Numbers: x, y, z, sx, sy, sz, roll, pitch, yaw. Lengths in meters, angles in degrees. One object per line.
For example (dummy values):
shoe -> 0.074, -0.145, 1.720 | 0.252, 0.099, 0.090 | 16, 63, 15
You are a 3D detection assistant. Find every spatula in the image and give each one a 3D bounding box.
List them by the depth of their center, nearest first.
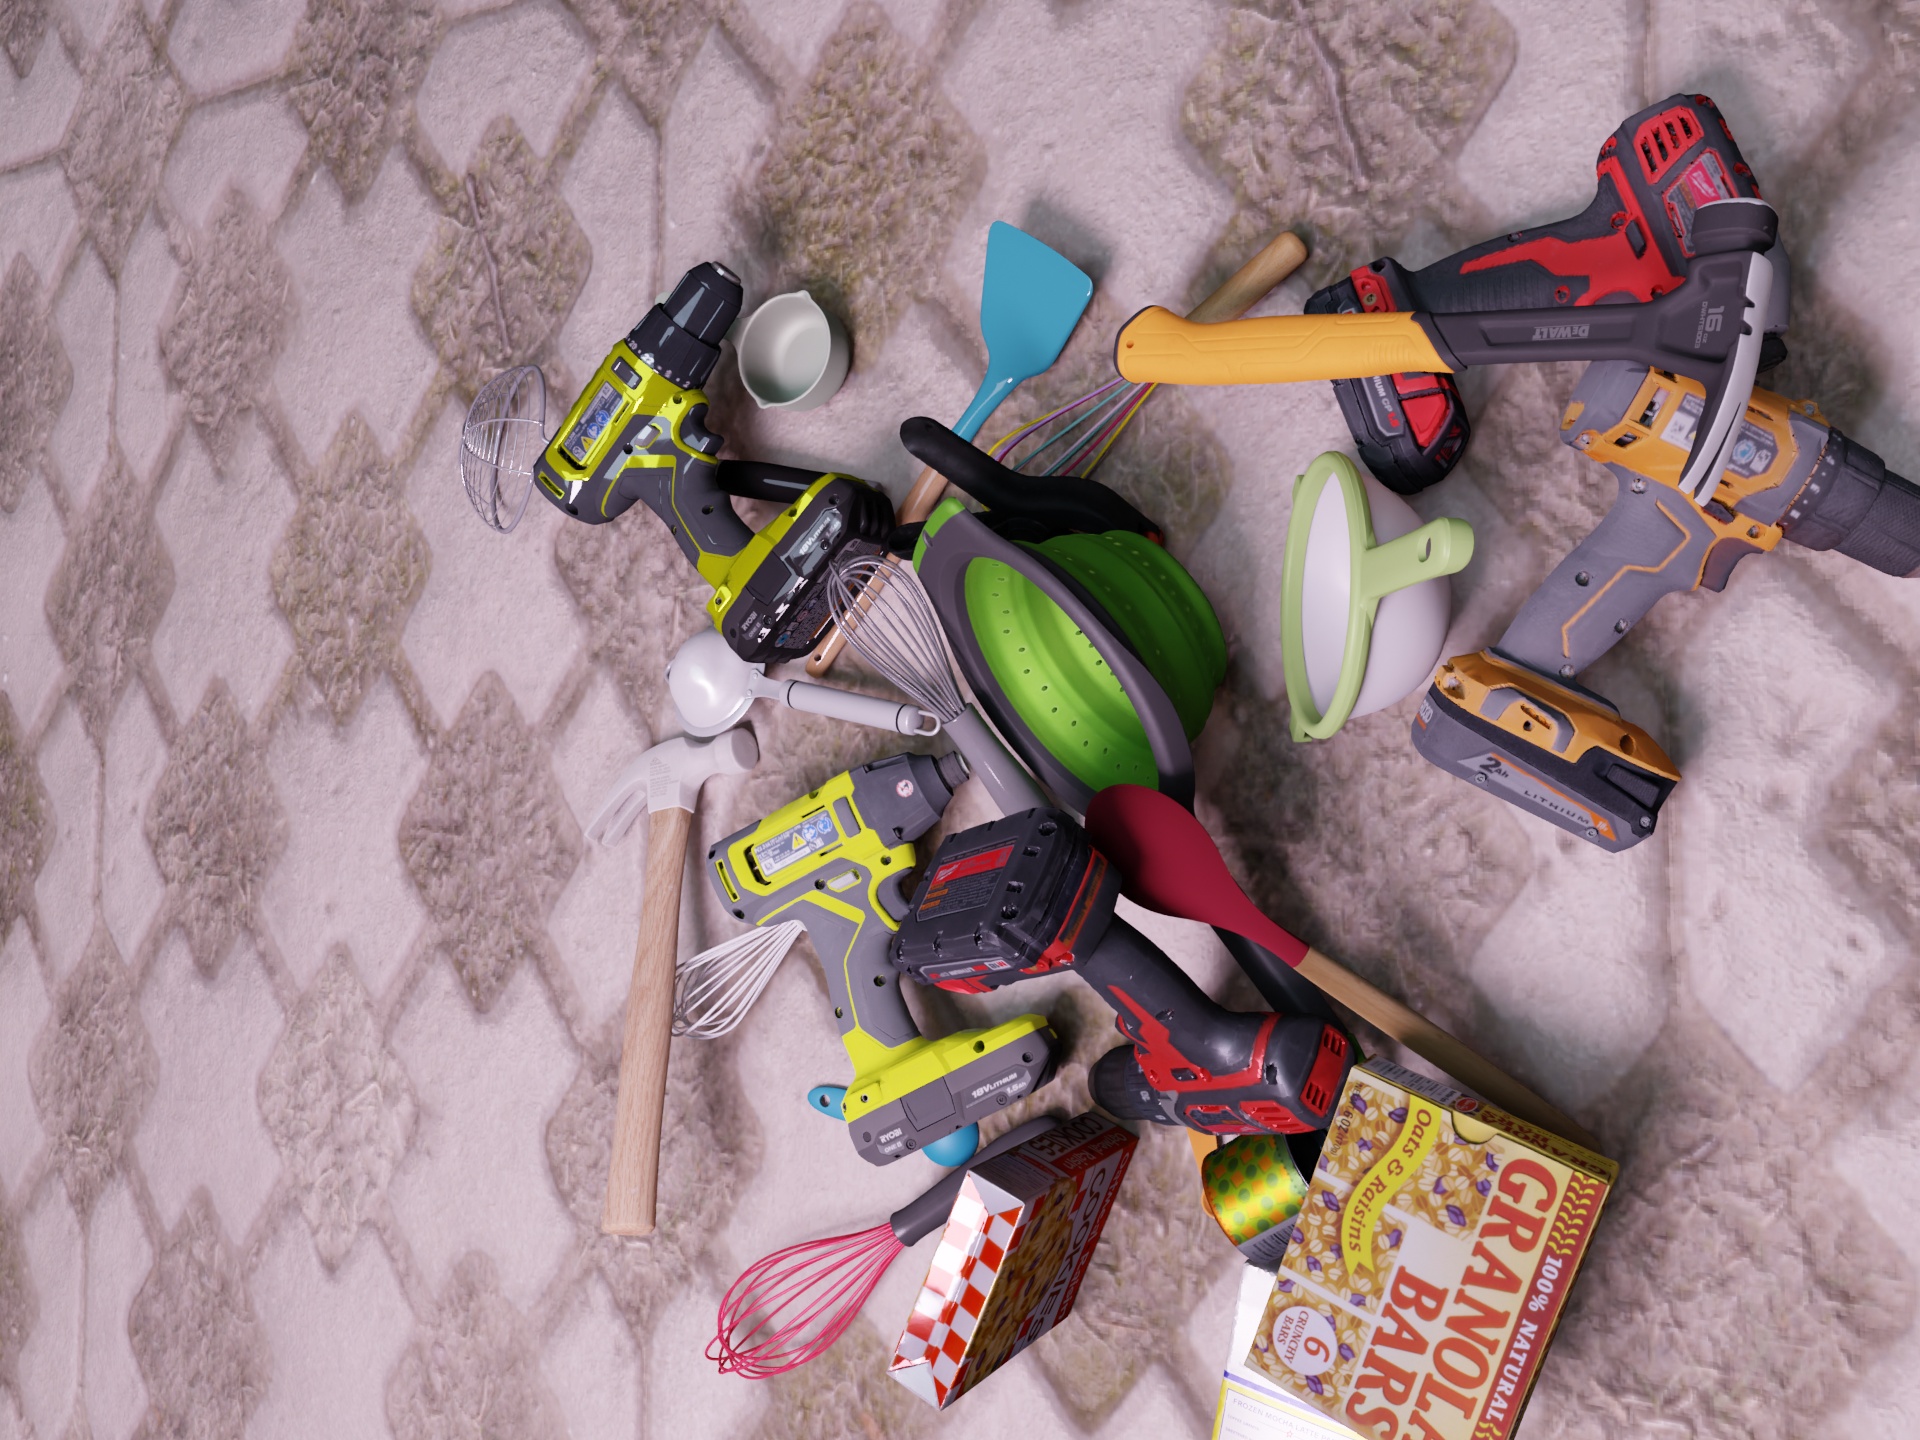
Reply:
spatula -> -0.022, -0.159, 1.020 | 0.082, 0.044, 0.317 | 39, 107, 20

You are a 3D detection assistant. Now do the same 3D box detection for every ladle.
ladle -> 0.195, 0.135, 0.814 | 0.315, 0.031, 0.069 | 34, 130, -1

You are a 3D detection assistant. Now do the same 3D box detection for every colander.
colander -> 0.131, 0.025, 0.893 | 0.094, 0.204, 0.397 | -36, 86, -19

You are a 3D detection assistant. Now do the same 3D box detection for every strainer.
strainer -> 0.222, -0.068, 0.786 | 0.069, 0.256, 0.151 | 1, 87, -4
strainer -> -0.118, -0.021, 1.052 | 0.258, 0.050, 0.087 | 12, 79, 34

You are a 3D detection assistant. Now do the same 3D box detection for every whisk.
whisk -> -0.002, -0.003, 0.951 | 0.055, 0.055, 0.239 | -32, 101, 24
whisk -> 0.104, -0.205, 0.953 | 0.245, 0.051, 0.047 | -39, 64, 19
whisk -> -0.051, 0.330, 1.001 | 0.296, 0.073, 0.073 | -38, 70, 17
whisk -> -0.112, 0.134, 1.054 | 0.246, 0.058, 0.059 | -41, 103, 17

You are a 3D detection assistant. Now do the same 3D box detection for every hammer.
hammer -> 0.213, -0.178, 0.784 | 0.337, 0.034, 0.127 | 11, 90, 43
hammer -> -0.205, 0.168, 1.054 | 0.130, 0.031, 0.332 | -14, 61, 29

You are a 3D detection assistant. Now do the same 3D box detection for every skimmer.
skimmer -> -0.212, -0.179, 1.139 | 0.363, 0.090, 0.127 | 11, 92, 20

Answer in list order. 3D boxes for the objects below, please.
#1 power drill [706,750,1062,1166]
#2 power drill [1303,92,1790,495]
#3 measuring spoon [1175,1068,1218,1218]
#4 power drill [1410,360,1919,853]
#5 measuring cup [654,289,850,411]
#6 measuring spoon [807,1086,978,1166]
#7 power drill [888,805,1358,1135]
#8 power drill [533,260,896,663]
power drill -> -0.036, 0.139, 0.968 | 0.171, 0.080, 0.223 | -28, 78, 7
power drill -> 0.304, -0.208, 0.821 | 0.219, 0.078, 0.143 | -24, 76, 24
measuring spoon -> 0.140, 0.229, 0.925 | 0.021, 0.011, 0.117 | -19, 74, 32
power drill -> 0.346, -0.051, 0.768 | 0.185, 0.084, 0.226 | 26, 104, 4
measuring cup -> -0.144, -0.265, 1.101 | 0.168, 0.038, 0.083 | 27, 101, 30
measuring spoon -> -0.049, 0.256, 1.021 | 0.129, 0.021, 0.042 | 7, 90, 28
power drill -> 0.075, 0.149, 0.844 | 0.188, 0.226, 0.080 | -24, 34, 55
power drill -> -0.153, -0.166, 1.029 | 0.229, 0.080, 0.190 | 44, 106, 17
